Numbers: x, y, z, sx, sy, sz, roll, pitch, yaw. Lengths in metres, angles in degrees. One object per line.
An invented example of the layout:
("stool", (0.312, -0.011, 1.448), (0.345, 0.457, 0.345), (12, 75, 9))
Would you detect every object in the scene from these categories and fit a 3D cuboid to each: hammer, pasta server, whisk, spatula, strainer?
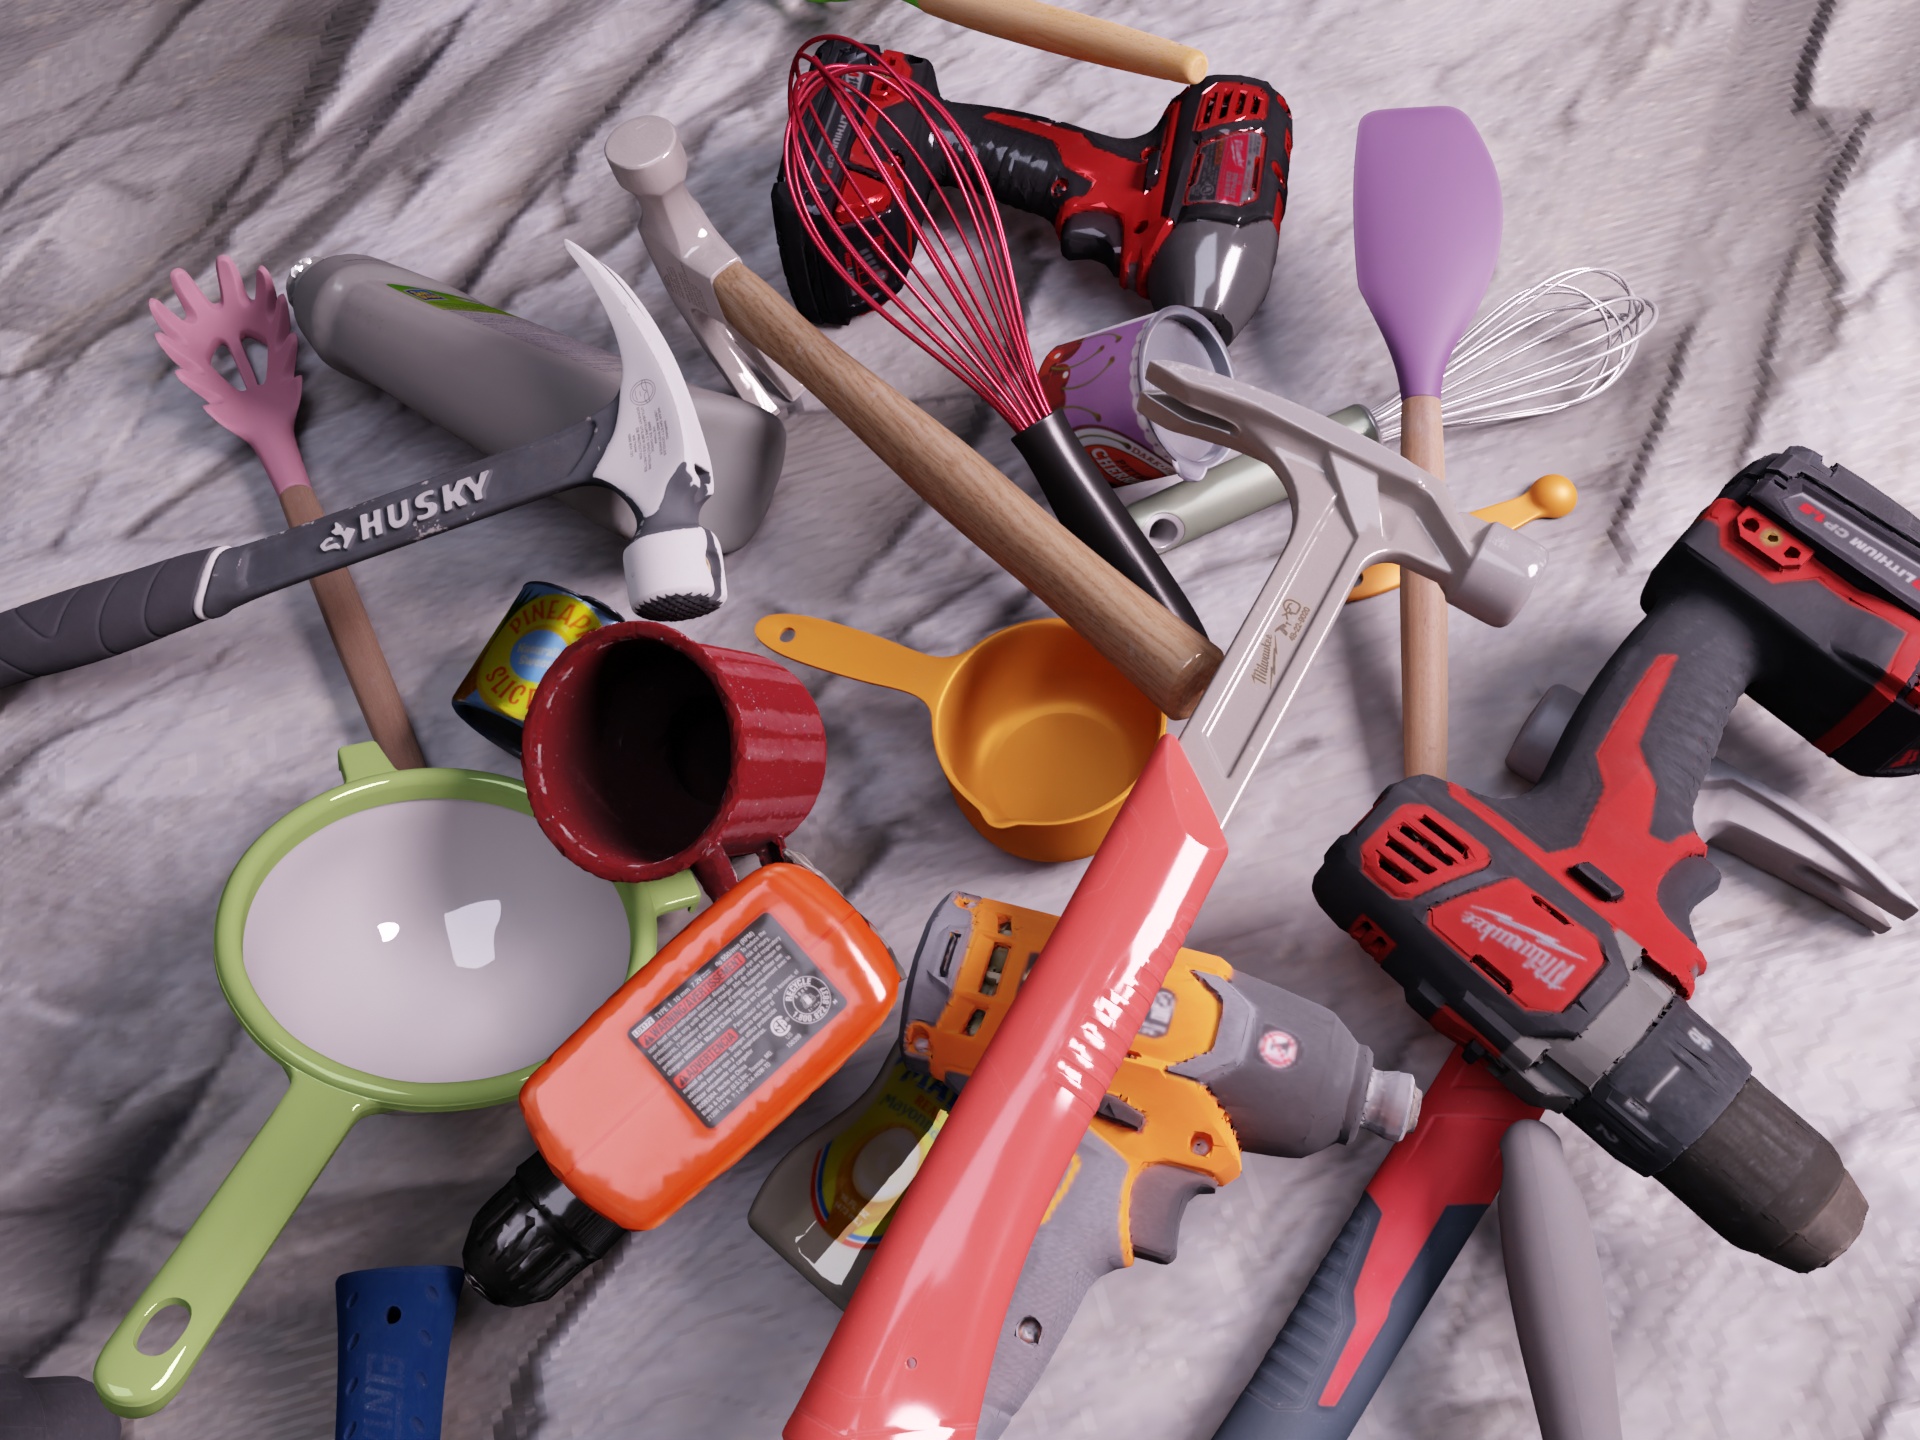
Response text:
("hammer", (0.168, 0.169, 0.529), (0.143, 0.038, 0.386), (32, 73, 18))
("pasta server", (-0.290, -0.085, 0.709), (0.060, 0.040, 0.316), (-23, 65, -16))
("hammer", (0.046, 0.047, 0.478), (0.149, 0.036, 0.359), (28, 67, 9))
("whisk", (0.019, -0.132, 0.620), (0.073, 0.073, 0.296), (-33, 96, -9))
("spatula", (0.185, -0.102, 0.629), (0.060, 0.018, 0.316), (1, 78, 10))
("strainer", (-0.205, 0.126, 0.547), (0.151, 0.069, 0.256), (22, 42, 1))
("whisk", (0.186, 0.240, 0.466), (0.055, 0.055, 0.239), (-6, 73, 4))
("hammer", (-0.023, -0.110, 0.625), (0.031, 0.130, 0.332), (-40, 62, -12))
("hammer", (-0.286, -0.066, 0.642), (0.409, 0.036, 0.149), (-14, 77, 17))
("hammer", (-0.182, 0.374, 0.463), (0.144, 0.035, 0.406), (-4, 65, -5))
("whisk", (0.177, -0.126, 0.668), (0.246, 0.057, 0.059), (-24, 30, -1))

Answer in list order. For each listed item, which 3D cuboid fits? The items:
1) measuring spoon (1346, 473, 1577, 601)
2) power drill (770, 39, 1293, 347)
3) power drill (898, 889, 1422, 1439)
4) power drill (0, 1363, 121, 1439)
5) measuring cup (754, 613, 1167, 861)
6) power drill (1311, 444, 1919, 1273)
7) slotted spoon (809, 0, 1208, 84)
("measuring spoon", (0.201, -0.076, 0.655), (0.117, 0.011, 0.021), (-23, 64, -4))
("power drill", (0.034, -0.229, 0.716), (0.219, 0.078, 0.143), (8, 66, 8))
("power drill", (0.040, 0.174, 0.477), (0.164, 0.084, 0.227), (12, 65, 14))
("power drill", (-0.406, 0.269, 0.492), (0.228, 0.190, 0.080), (-32, 65, 7))
("measuring cup", (-0.001, -0.002, 0.626), (0.174, 0.052, 0.095), (19, 67, 21))
("power drill", (0.254, 0.042, 0.518), (0.227, 0.080, 0.188), (-43, 70, -11))
("slotted spoon", (-0.001, -0.335, 0.747), (0.070, 0.031, 0.314), (-20, 40, -34))
